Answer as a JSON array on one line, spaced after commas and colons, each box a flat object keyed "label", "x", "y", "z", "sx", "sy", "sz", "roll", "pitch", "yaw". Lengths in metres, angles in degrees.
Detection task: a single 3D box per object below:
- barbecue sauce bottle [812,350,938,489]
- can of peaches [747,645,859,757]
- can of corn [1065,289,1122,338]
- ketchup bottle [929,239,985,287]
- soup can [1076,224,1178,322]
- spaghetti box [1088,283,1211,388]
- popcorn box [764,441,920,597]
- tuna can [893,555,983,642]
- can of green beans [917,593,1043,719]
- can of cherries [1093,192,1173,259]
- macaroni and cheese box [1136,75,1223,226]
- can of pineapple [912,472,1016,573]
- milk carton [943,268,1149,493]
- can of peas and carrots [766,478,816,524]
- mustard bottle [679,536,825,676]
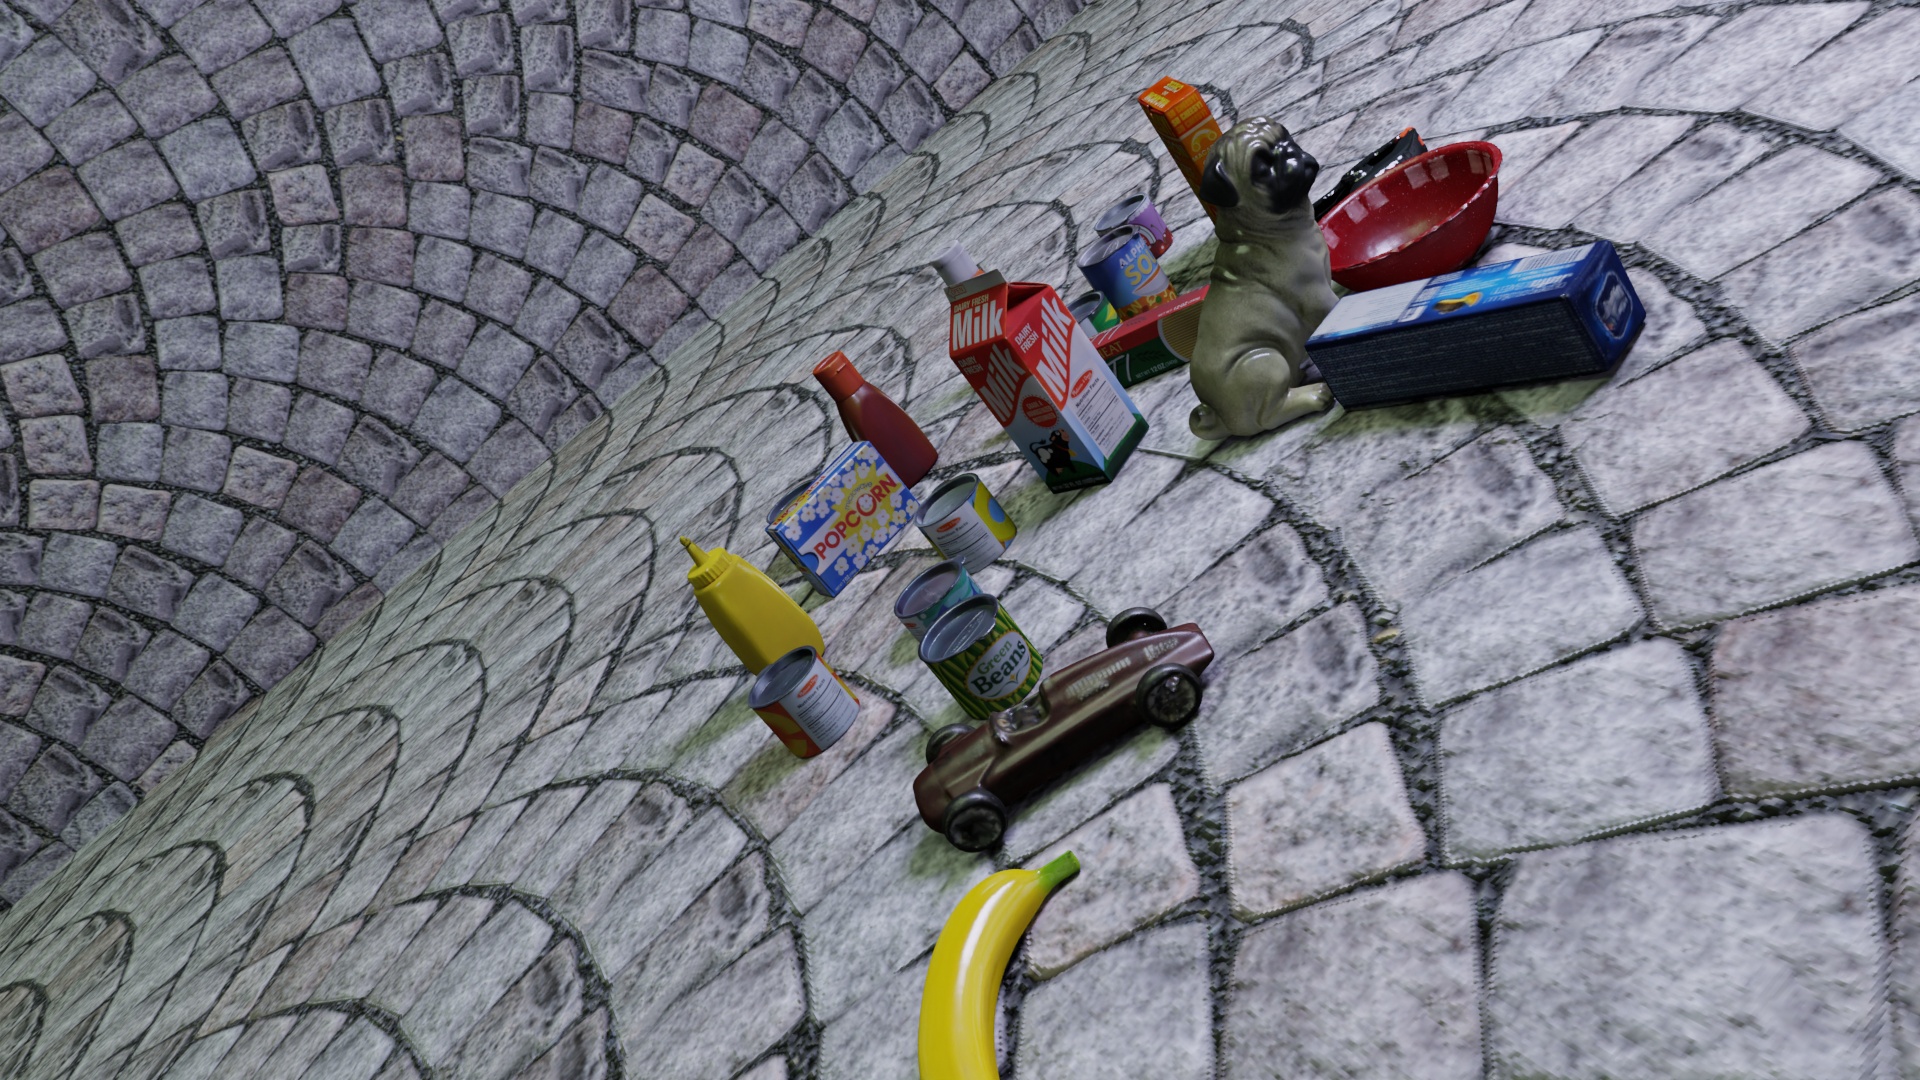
[{"label": "barbecue sauce bottle", "x": -0.087, "y": -0.119, "z": 1.372, "sx": 0.065, "sy": 0.148, "sz": 0.043, "roll": -48, "pitch": 23, "yaw": -23}, {"label": "can of peaches", "x": -0.121, "y": 0.124, "z": 1.066, "sx": 0.071, "sy": 0.058, "sz": 0.071, "roll": -32, "pitch": 22, "yaw": 15}, {"label": "can of corn", "x": 0.124, "y": -0.195, "z": 1.318, "sx": 0.071, "sy": 0.058, "sz": 0.071, "roll": -32, "pitch": 22, "yaw": 15}, {"label": "ketchup bottle", "x": 0.025, "y": -0.243, "z": 1.443, "sx": 0.044, "sy": 0.148, "sz": 0.064, "roll": -46, "pitch": 23, "yaw": -19}, {"label": "soup can", "x": 0.163, "y": -0.251, "z": 1.333, "sx": 0.071, "sy": 0.083, "sz": 0.071, "roll": -32, "pitch": 22, "yaw": 15}, {"label": "spaghetti box", "x": 0.130, "y": -0.159, "z": 1.249, "sx": 0.249, "sy": 0.050, "sz": 0.029, "roll": -20, "pitch": 28, "yaw": 38}, {"label": "popcorn box", "x": -0.109, "y": -0.021, "z": 1.296, "sx": 0.127, "sy": 0.085, "sz": 0.038, "roll": -47, "pitch": 23, "yaw": -21}, {"label": "tuna can", "x": -0.015, "y": 0.047, "z": 1.088, "sx": 0.071, "sy": 0.032, "sz": 0.071, "roll": -32, "pitch": 22, "yaw": 15}, {"label": "can of green beans", "x": 0.014, "y": 0.079, "z": 0.945, "sx": 0.071, "sy": 0.057, "sz": 0.071, "roll": -32, "pitch": 22, "yaw": 15}, {"label": "can of cherries", "x": 0.185, "y": -0.327, "z": 1.485, "sx": 0.071, "sy": 0.058, "sz": 0.072, "roll": -32, "pitch": 22, "yaw": 15}, {"label": "macaroni and cheese box", "x": 0.235, "y": -0.351, "z": 1.310, "sx": 0.040, "sy": 0.166, "sz": 0.124, "roll": -35, "pitch": 22, "yaw": 10}, {"label": "can of pineapple", "x": 0.004, "y": -0.014, "z": 1.146, "sx": 0.071, "sy": 0.057, "sz": 0.071, "roll": -32, "pitch": 22, "yaw": 15}, {"label": "milk carton", "x": 0.062, "y": -0.135, "z": 1.116, "sx": 0.072, "sy": 0.190, "sz": 0.074, "roll": -10, "pitch": 35, "yaw": 50}, {"label": "can of peas and carrots", "x": -0.149, "y": -0.020, "z": 1.393, "sx": 0.071, "sy": 0.058, "sz": 0.071, "roll": -32, "pitch": 22, "yaw": 15}, {"label": "mustard bottle", "x": -0.182, "y": 0.053, "z": 1.162, "sx": 0.048, "sy": 0.160, "sz": 0.065, "roll": -10, "pitch": 35, "yaw": 50}]
